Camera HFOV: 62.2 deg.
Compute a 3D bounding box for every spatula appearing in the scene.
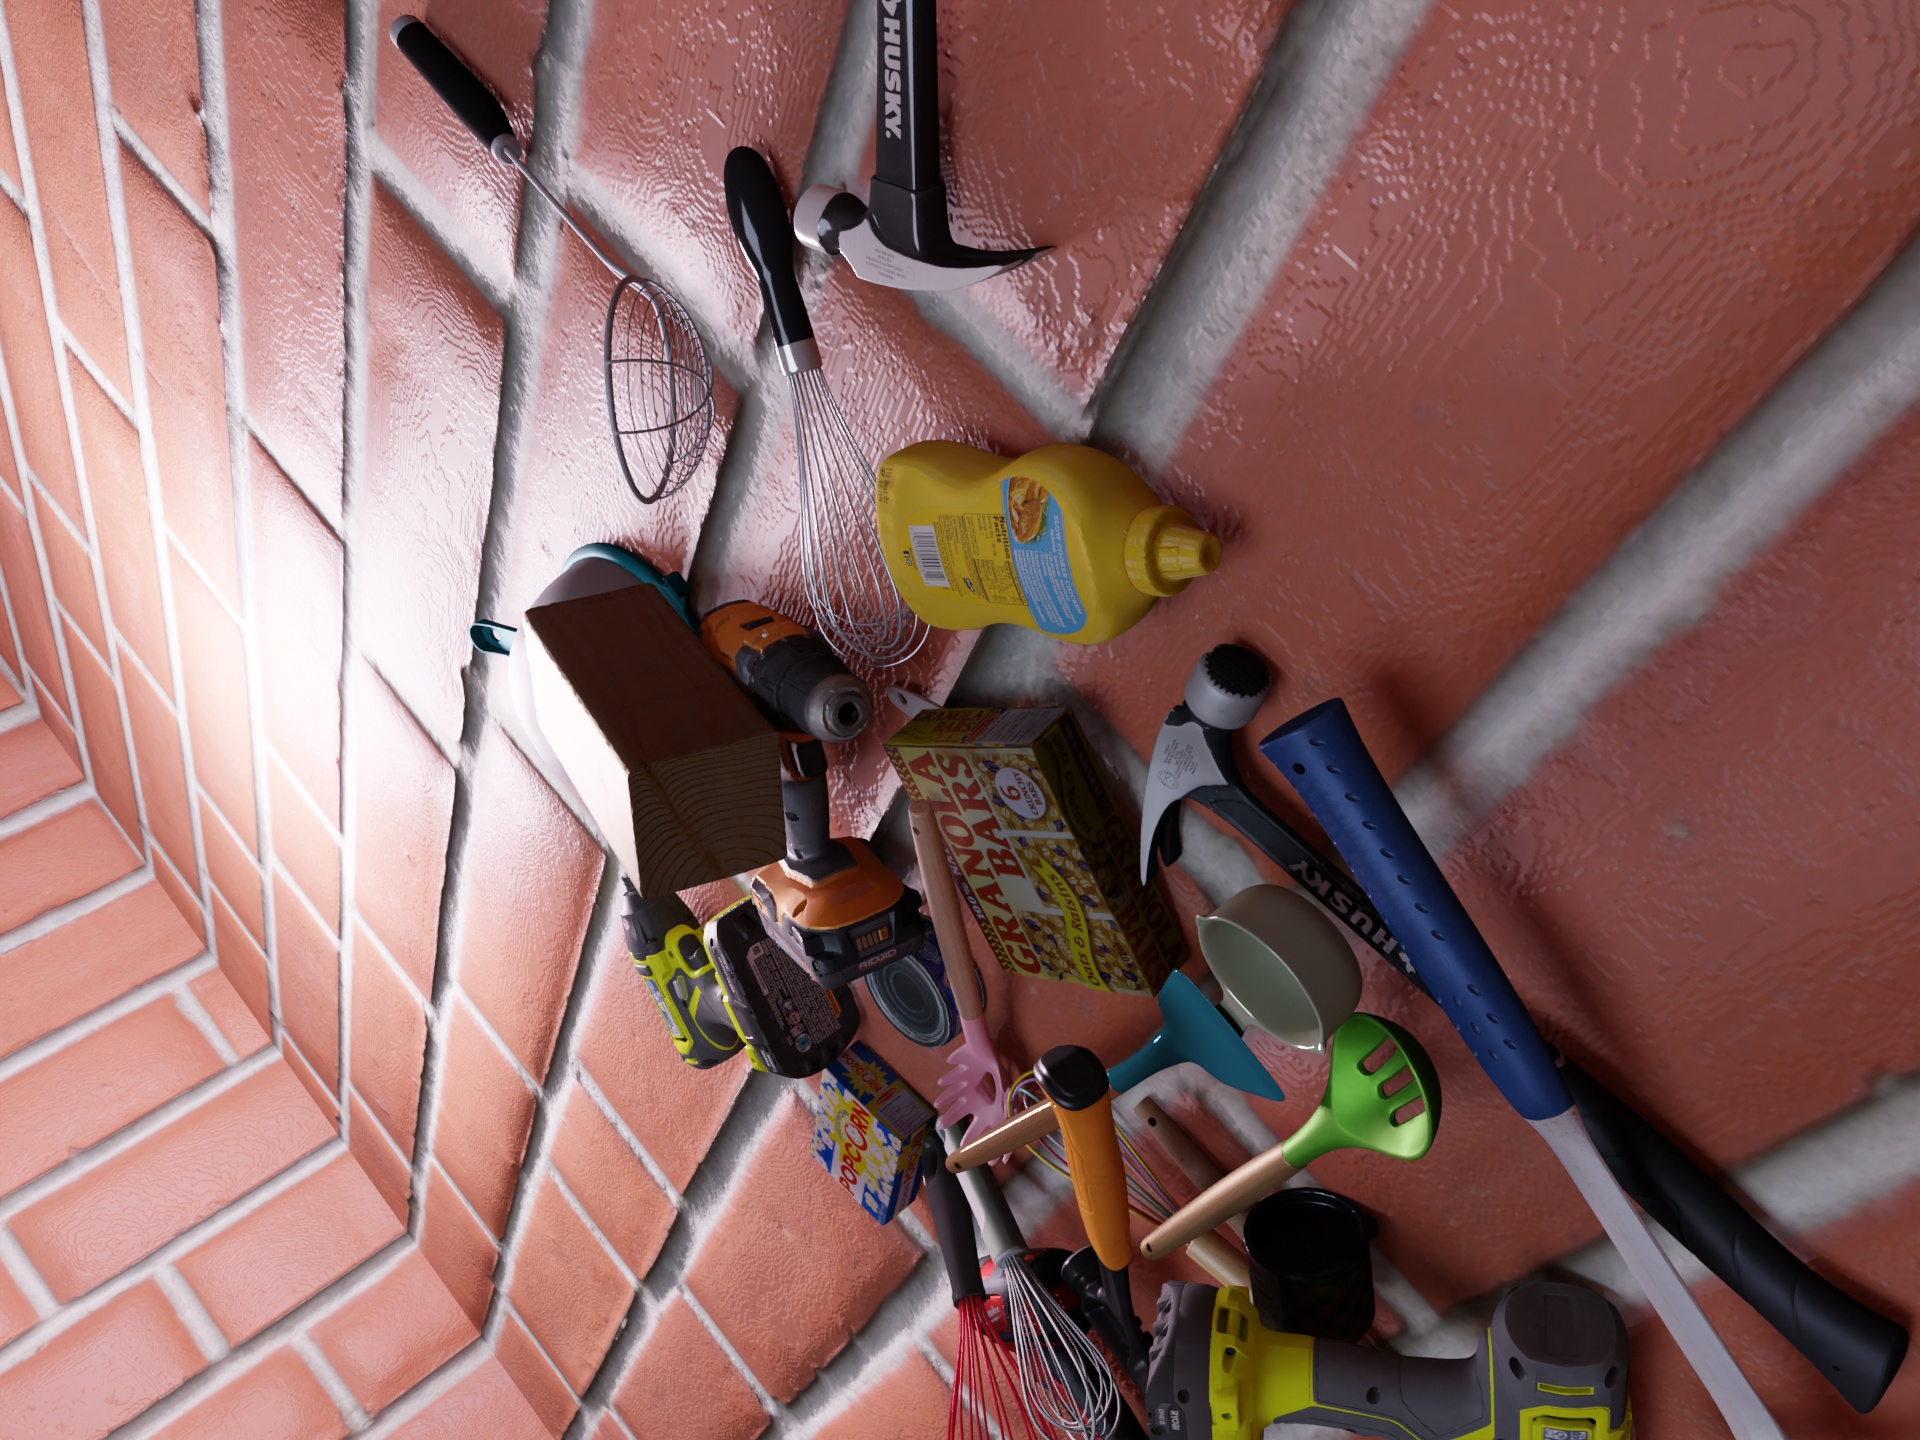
[{"bbox_3d":[0.208,0.339,0.899,0.316,0.018,0.059,48,108,18],"label":"spatula"},{"bbox_3d":[0.068,0.216,0.900,0.082,0.044,0.317,50,137,3],"label":"spatula"}]

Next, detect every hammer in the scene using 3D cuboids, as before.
[{"bbox_3d":[0.254,0.168,0.656,0.405,0.035,0.144,57,146,-1],"label":"hammer"},{"bbox_3d":[0.238,0.143,0.716,0.409,0.036,0.149,43,143,20],"label":"hammer"},{"bbox_3d":[-0.020,-0.344,0.669,0.146,0.035,0.334,30,135,34],"label":"hammer"},{"bbox_3d":[0.085,0.287,0.888,0.127,0.034,0.336,48,161,40],"label":"hammer"}]

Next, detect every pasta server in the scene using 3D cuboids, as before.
[{"bbox_3d":[-0.002,0.165,0.963,0.060,0.040,0.315,22,142,31],"label":"pasta server"}]

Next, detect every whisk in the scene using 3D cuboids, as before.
[{"bbox_3d":[-0.078,-0.163,0.854,0.070,0.070,0.284,-1,110,50],"label":"whisk"},{"bbox_3d":[0.036,0.359,1.043,0.057,0.059,0.247,95,155,-44],"label":"whisk"},{"bbox_3d":[0.126,0.294,0.956,0.245,0.047,0.051,36,151,21],"label":"whisk"},{"bbox_3d":[0.011,0.402,1.052,0.296,0.073,0.073,-106,19,-43],"label":"whisk"}]

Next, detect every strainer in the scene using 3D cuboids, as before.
[{"bbox_3d":[-0.304,-0.026,1.184,0.341,0.095,0.210,14,126,42],"label":"strainer"}]

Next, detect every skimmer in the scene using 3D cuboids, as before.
[{"bbox_3d":[-0.261,-0.286,0.950,0.363,0.090,0.127,50,175,16],"label":"skimmer"}]

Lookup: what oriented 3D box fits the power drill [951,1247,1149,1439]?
[{"bbox_3d":[0.075,0.475,1.118,0.143,0.078,0.219,-30,88,53],"label":"power drill"}]

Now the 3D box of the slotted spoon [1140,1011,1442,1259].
[{"bbox_3d":[0.159,0.228,0.818,0.070,0.031,0.313,63,149,23],"label":"slotted spoon"}]

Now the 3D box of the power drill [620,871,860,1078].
[{"bbox_3d":[-0.183,0.190,1.217,0.223,0.080,0.171,-7,110,55],"label":"power drill"}]

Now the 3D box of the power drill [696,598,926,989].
[{"bbox_3d":[-0.086,0.047,0.967,0.185,0.084,0.226,26,133,59],"label":"power drill"}]

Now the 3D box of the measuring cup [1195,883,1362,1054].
[{"bbox_3d":[0.146,0.128,0.767,0.083,0.038,0.167,47,162,17],"label":"measuring cup"}]

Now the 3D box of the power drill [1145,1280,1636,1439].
[{"bbox_3d":[0.217,0.366,0.804,0.228,0.080,0.190,-2,118,16],"label":"power drill"}]

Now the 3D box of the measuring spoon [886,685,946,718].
[{"bbox_3d":[-0.001,-0.003,0.916,0.124,0.018,0.034,24,141,47],"label":"measuring spoon"}]
